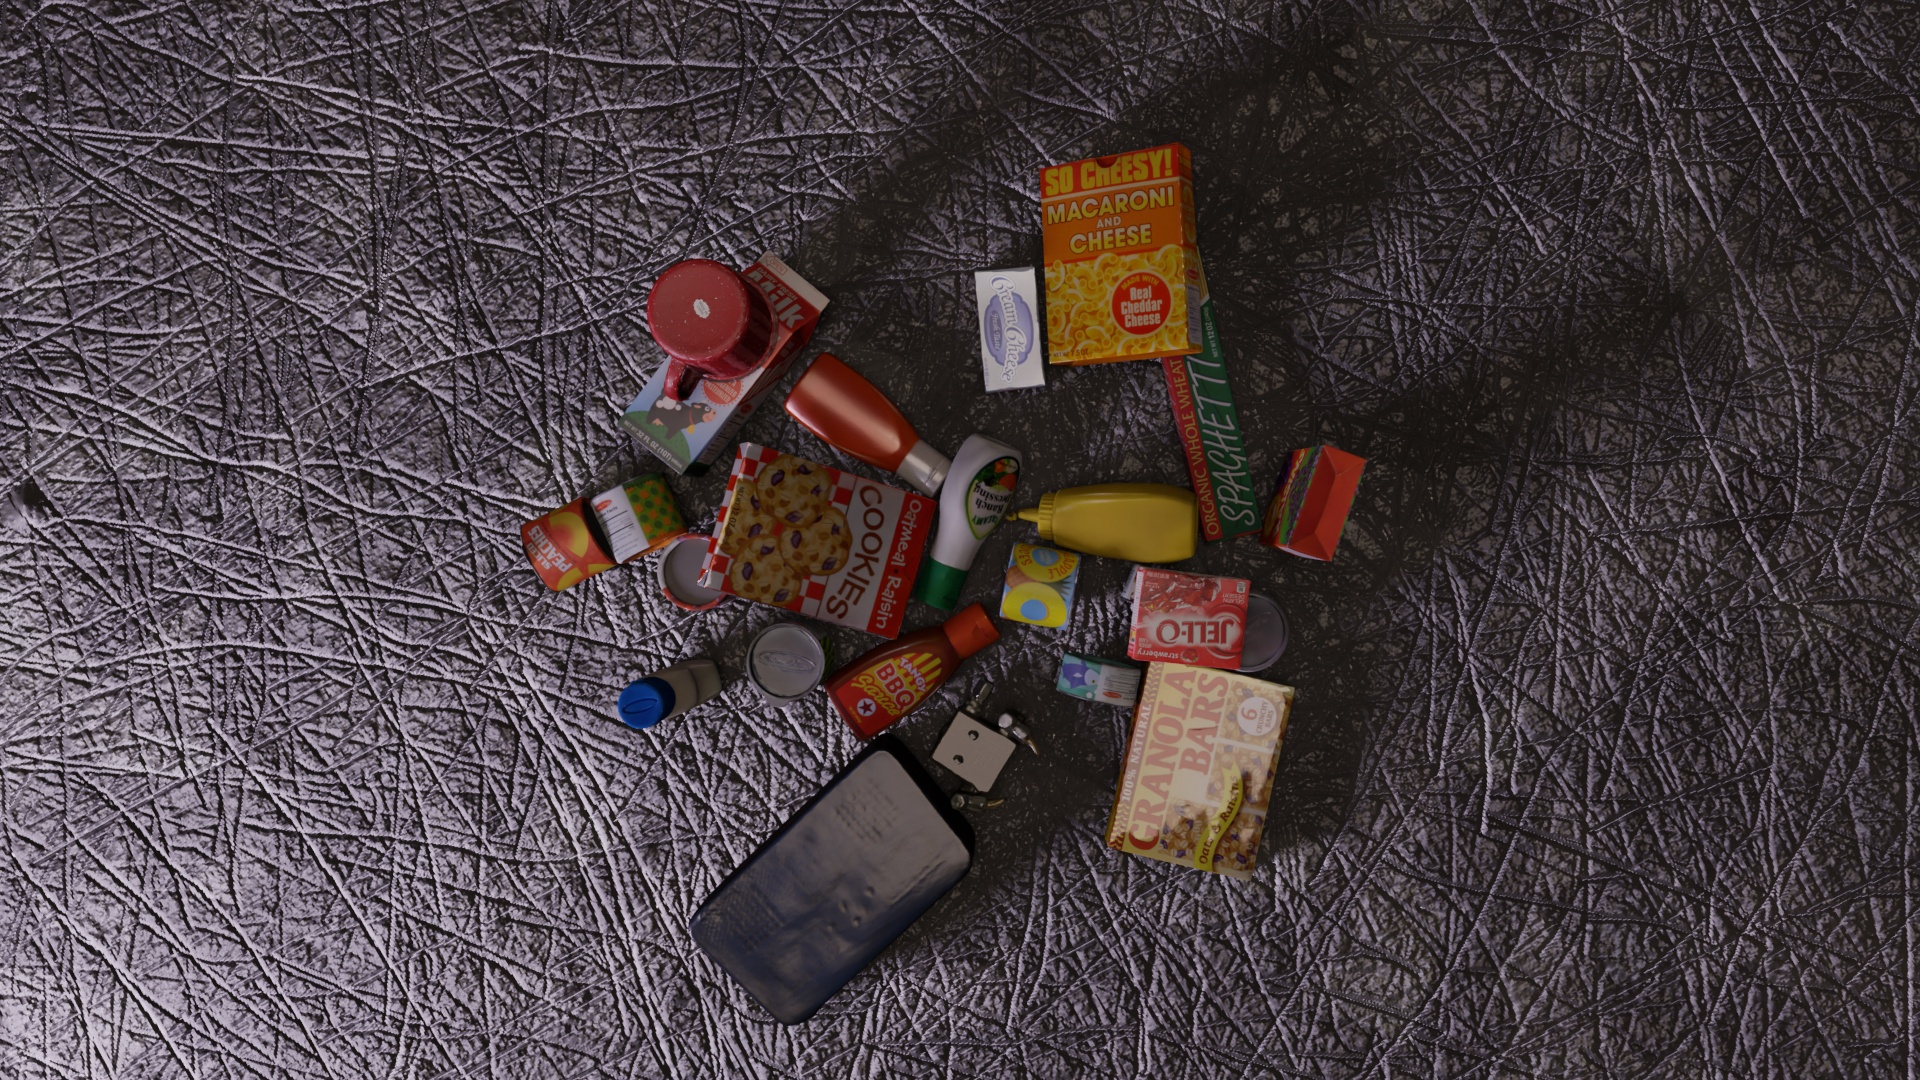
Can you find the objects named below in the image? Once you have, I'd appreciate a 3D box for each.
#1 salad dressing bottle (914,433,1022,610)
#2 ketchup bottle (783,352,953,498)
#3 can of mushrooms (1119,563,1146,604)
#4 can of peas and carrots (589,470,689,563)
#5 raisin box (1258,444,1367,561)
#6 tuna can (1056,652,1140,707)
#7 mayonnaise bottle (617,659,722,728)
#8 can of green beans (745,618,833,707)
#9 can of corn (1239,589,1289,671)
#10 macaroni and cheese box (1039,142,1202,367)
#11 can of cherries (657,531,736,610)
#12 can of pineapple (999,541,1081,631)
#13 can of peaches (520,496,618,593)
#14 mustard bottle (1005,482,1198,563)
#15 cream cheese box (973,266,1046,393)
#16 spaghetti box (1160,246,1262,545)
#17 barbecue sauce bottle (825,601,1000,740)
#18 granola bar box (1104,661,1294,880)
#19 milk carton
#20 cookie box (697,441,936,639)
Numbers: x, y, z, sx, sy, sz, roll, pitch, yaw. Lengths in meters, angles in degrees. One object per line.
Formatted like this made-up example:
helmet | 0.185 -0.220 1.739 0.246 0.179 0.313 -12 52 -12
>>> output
salad dressing bottle | 0.004 -0.015 1.168 0.044 0.064 0.147 30 102 43
ketchup bottle | -0.074 -0.093 1.177 0.149 0.043 0.064 36 93 2
can of mushrooms | 0.171 0.046 1.152 0.071 0.071 0.033 21 90 3
can of peas and carrots | -0.270 -0.020 1.178 0.071 0.071 0.058 -25 90 3
raisin box | 0.280 -0.029 1.118 0.040 0.123 0.086 18 92 1
tuna can | 0.114 0.115 1.158 0.071 0.071 0.033 13 90 3
mayonnaise bottle | -0.241 0.126 1.133 0.065 0.148 0.041 -16 90 3
can of green beans | -0.143 0.100 1.173 0.071 0.058 0.071 0 90 3
can of corn | 0.233 0.071 1.153 0.071 0.058 0.071 0 91 3
macaroni and cheese box | 0.132 -0.233 1.145 0.123 0.040 0.166 -3 90 27
can of cherries | -0.215 0.026 1.177 0.071 0.058 0.071 0 90 4
can of pineapple | 0.067 0.036 1.157 0.058 0.071 0.071 11 91 3
can of peaches | -0.331 0.003 1.177 0.058 0.071 0.071 -25 89 2
mustard bottle | 0.117 -0.018 1.159 0.160 0.049 0.065 5 107 14
cream cheese box | 0.042 -0.179 1.180 0.053 0.024 0.103 -6 90 2
spaghetti box | 0.202 -0.122 1.169 0.050 0.029 0.250 -13 89 4
barbecue sauce bottle | -0.037 0.105 1.174 0.148 0.044 0.064 -32 106 2
granola bar box | 0.199 0.187 1.165 0.124 0.039 0.165 13 91 2
milk carton | -0.195 -0.149 1.168 0.072 0.073 0.190 39 92 2
cookie box | -0.117 0.002 1.147 0.167 0.040 0.123 17 85 -18
